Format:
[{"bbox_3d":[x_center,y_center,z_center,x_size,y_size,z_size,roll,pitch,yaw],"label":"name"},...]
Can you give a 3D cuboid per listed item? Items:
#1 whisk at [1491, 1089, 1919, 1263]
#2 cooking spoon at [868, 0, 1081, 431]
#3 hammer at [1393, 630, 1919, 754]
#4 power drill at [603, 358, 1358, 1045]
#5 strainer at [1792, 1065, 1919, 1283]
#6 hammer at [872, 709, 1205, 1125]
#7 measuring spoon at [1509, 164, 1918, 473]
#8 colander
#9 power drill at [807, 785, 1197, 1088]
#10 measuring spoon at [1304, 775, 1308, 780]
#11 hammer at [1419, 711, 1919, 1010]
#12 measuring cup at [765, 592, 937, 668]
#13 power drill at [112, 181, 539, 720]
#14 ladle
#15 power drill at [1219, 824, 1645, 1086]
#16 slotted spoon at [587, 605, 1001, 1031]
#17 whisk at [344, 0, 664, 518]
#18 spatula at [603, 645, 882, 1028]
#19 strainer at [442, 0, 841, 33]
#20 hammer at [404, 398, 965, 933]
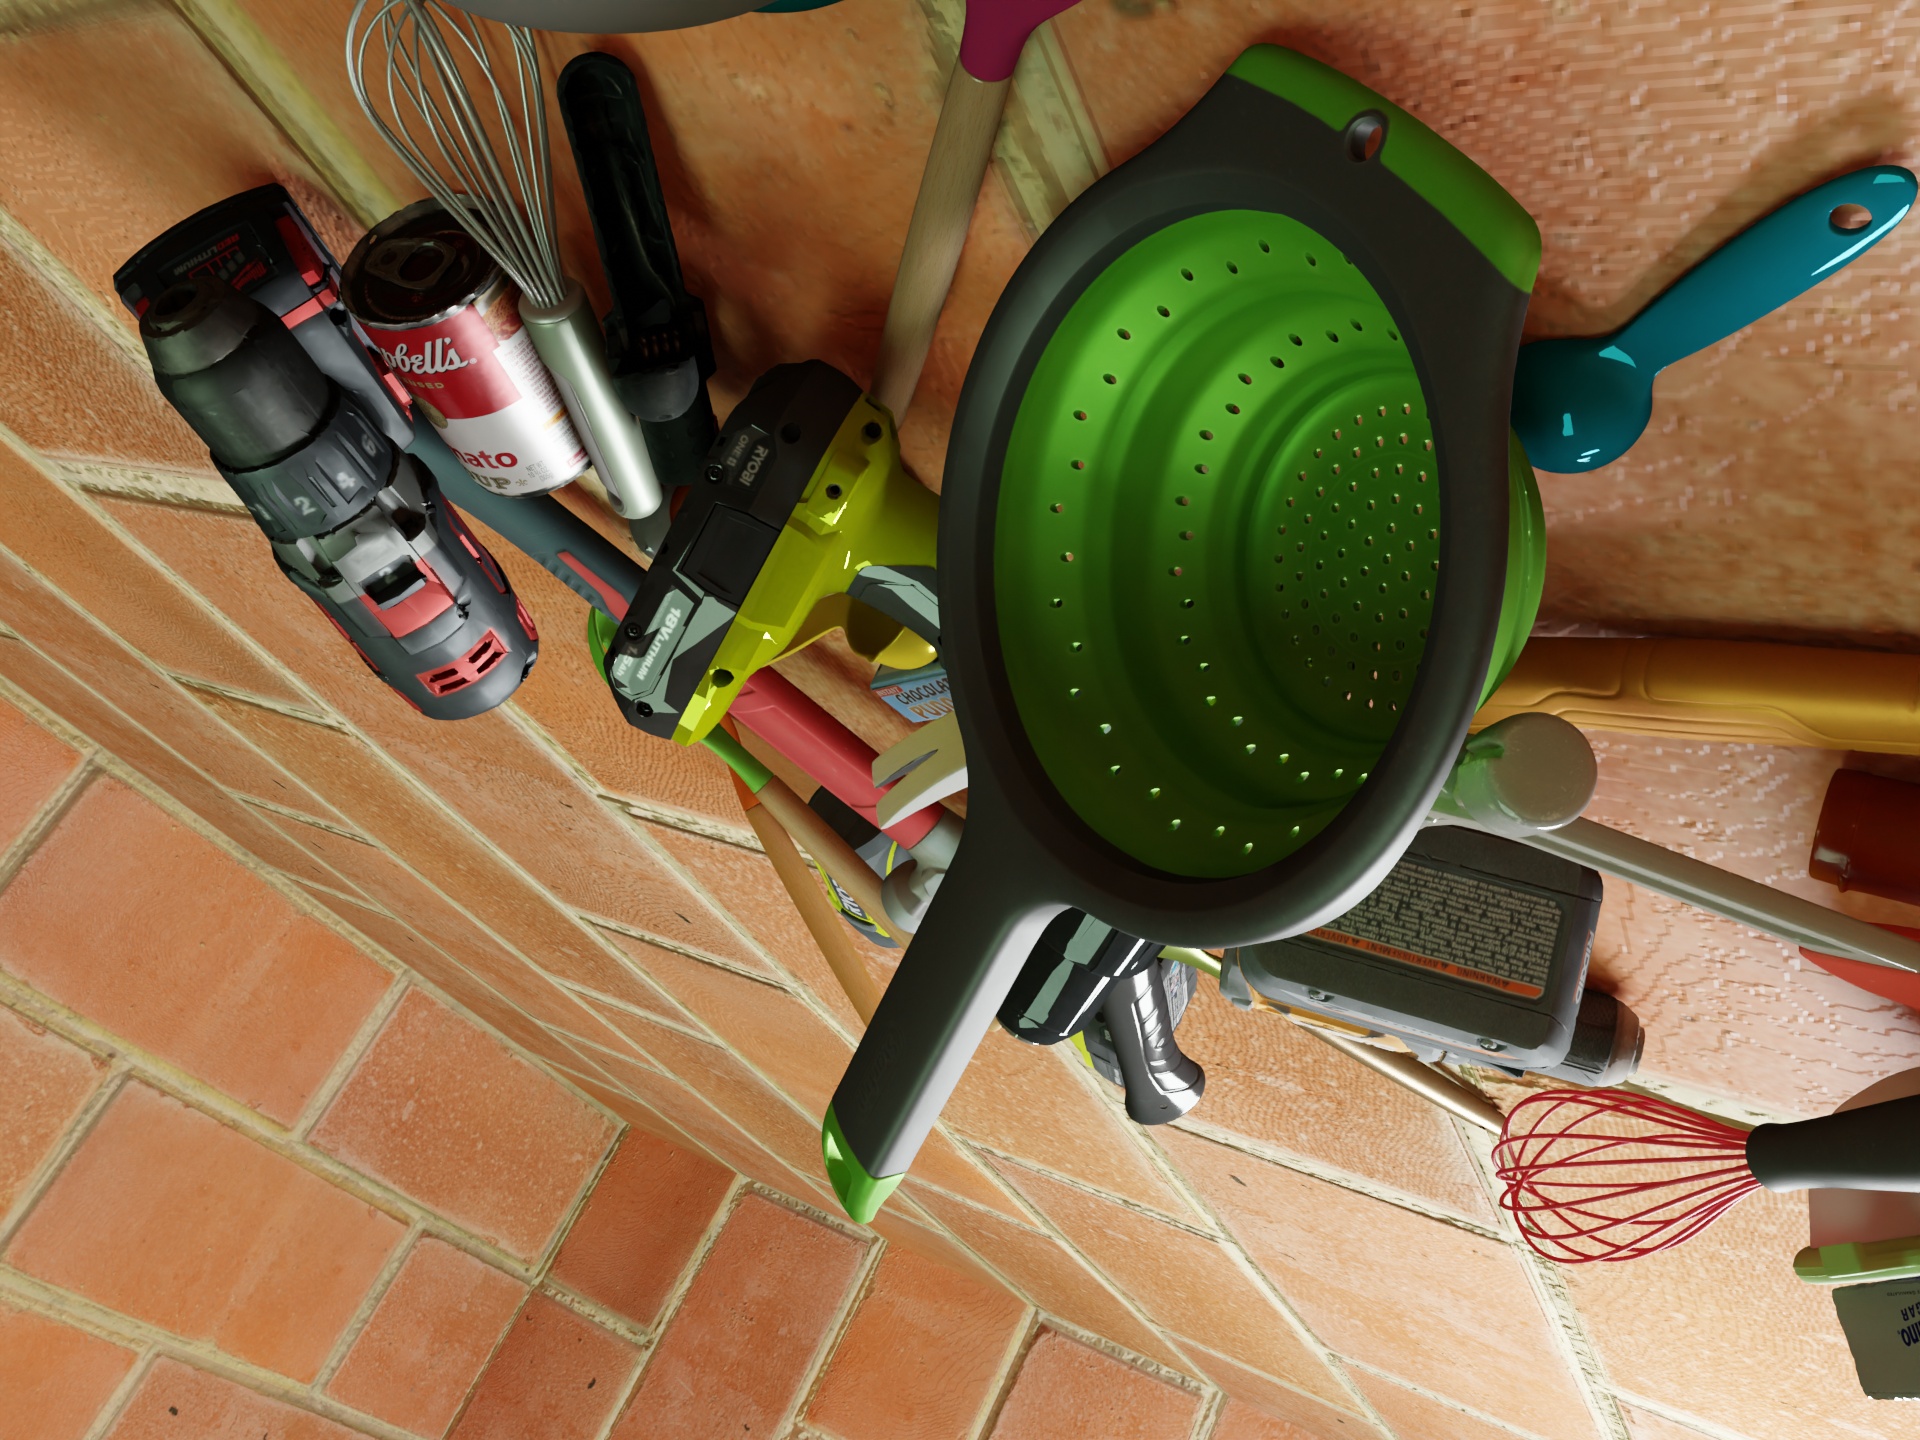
[{"bbox_3d":[0.277,0.158,0.567,0.073,0.073,0.295,30,158,-2],"label":"whisk"},{"bbox_3d":[0.002,-0.163,0.436,0.069,0.017,0.318,40,157,4],"label":"cooking spoon"},{"bbox_3d":[0.271,-0.006,0.429,0.337,0.034,0.127,6,148,43],"label":"hammer"},{"bbox_3d":[-0.001,-0.002,0.558,0.228,0.190,0.080,29,-162,-6],"label":"power drill"},{"bbox_3d":[0.392,0.173,0.630,0.151,0.069,0.256,-16,160,13],"label":"strainer"},{"bbox_3d":[0.065,0.099,0.726,0.146,0.035,0.334,-13,138,5],"label":"hammer"},{"bbox_3d":[0.173,-0.090,0.384,0.042,0.021,0.128,32,158,-7],"label":"measuring spoon"},{"bbox_3d":[0.057,0.017,0.475,0.205,0.094,0.396,56,134,38],"label":"colander"},{"bbox_3d":[0.021,0.124,0.931,0.223,0.080,0.171,24,156,22],"label":"power drill"},{"bbox_3d":[0.142,0.014,0.650,0.124,0.018,0.034,36,160,1],"label":"measuring spoon"},{"bbox_3d":[0.299,0.081,0.467,0.359,0.037,0.149,21,171,4],"label":"hammer"},{"bbox_3d":[-0.048,-0.040,0.686,0.029,0.062,0.156,20,159,-31],"label":"measuring cup"},{"bbox_3d":[-0.252,-0.120,0.604,0.227,0.080,0.187,50,171,39],"label":"power drill"},{"bbox_3d":[0.180,0.140,0.836,0.320,0.062,0.078,31,158,-22],"label":"ladle"},{"bbox_3d":[0.199,0.103,0.649,0.185,0.084,0.226,15,167,13],"label":"power drill"},{"bbox_3d":[-0.087,0.054,0.848,0.313,0.070,0.031,46,114,-5],"label":"slotted spoon"},{"bbox_3d":[-0.148,-0.155,0.563,0.058,0.059,0.246,47,163,30],"label":"whisk"},{"bbox_3d":[-0.115,0.075,0.923,0.322,0.041,0.081,60,154,0],"label":"spatula"},{"bbox_3d":[-0.051,-0.205,0.290,0.341,0.095,0.210,18,151,34],"label":"strainer"},{"bbox_3d":[-0.124,-0.045,0.772,0.386,0.038,0.143,39,133,-9],"label":"hammer"}]
